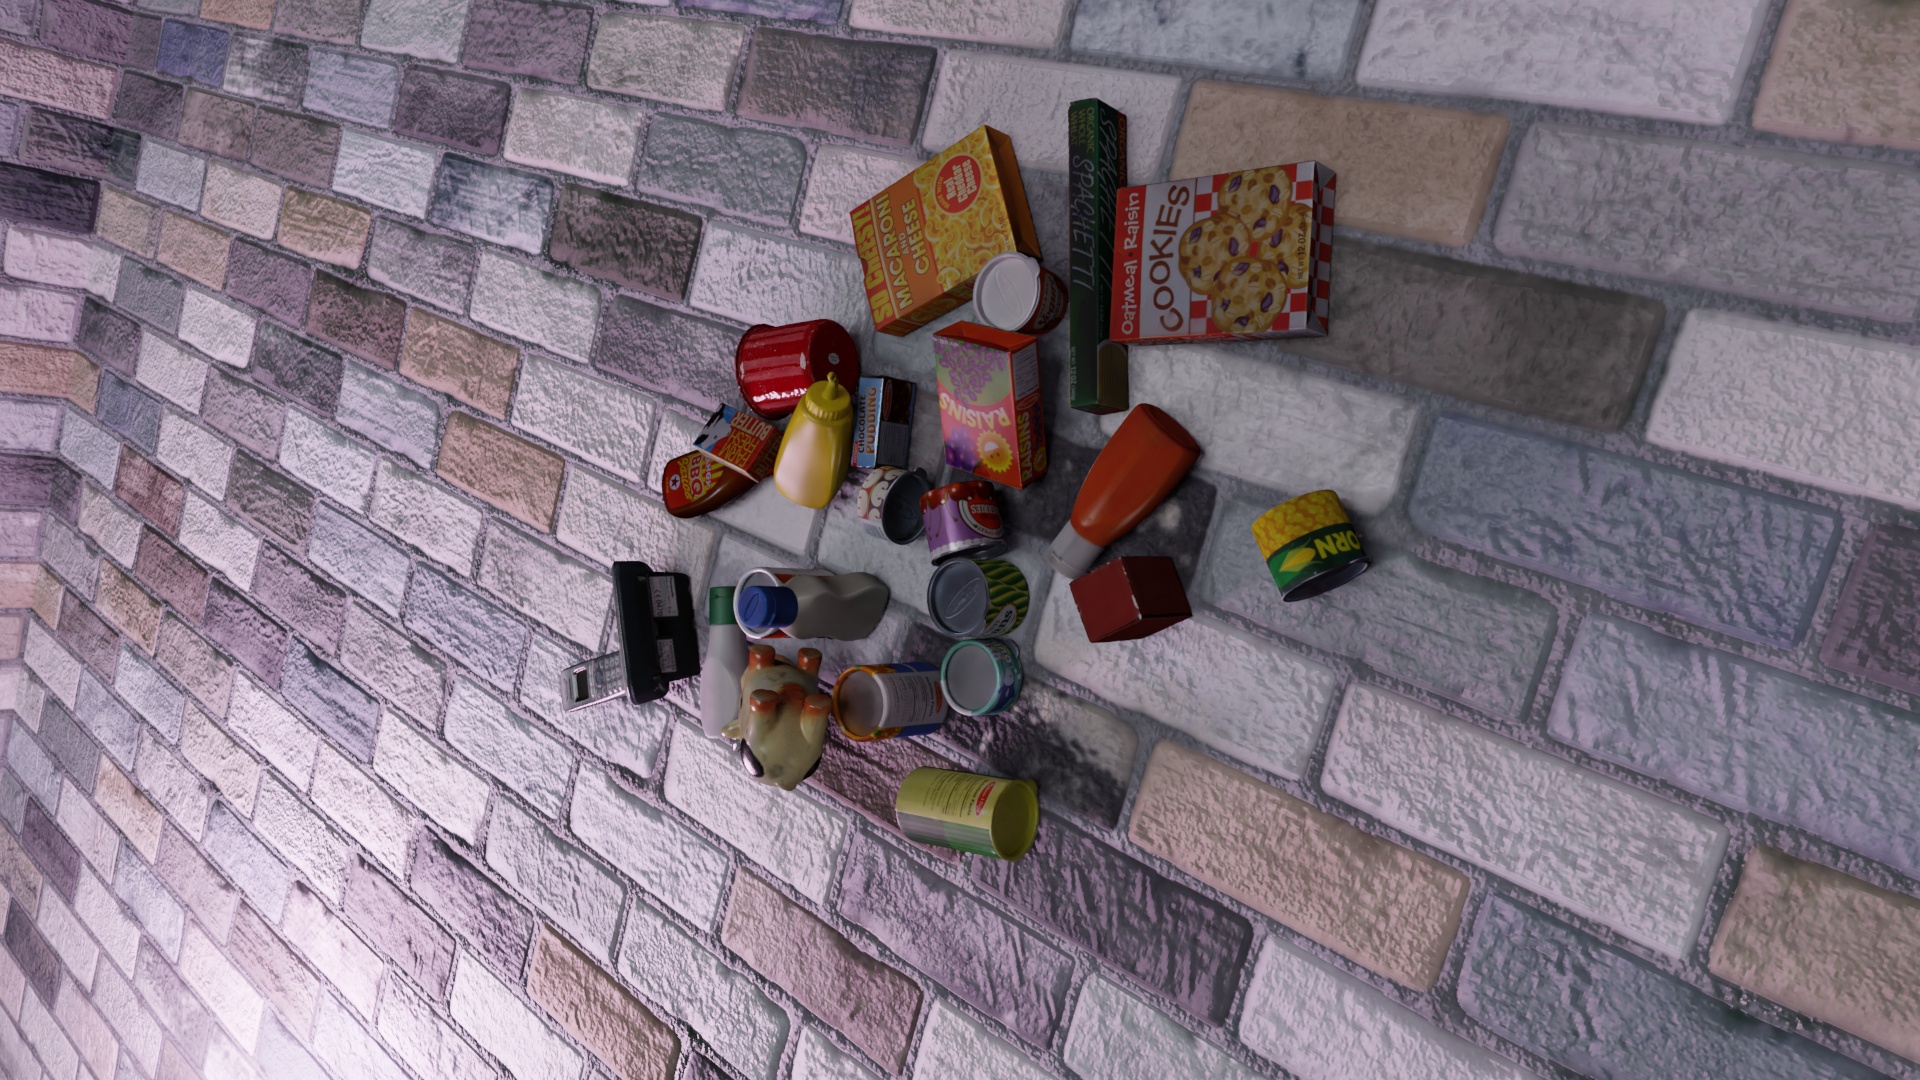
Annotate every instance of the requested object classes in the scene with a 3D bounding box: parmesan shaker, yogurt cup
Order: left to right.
[{"bbox_3d":[0.007,0.225,1.162,0.103,0.071,0.071,1,88,39],"label":"parmesan shaker"},{"bbox_3d":[0.052,-0.202,1.157,0.072,0.054,0.072,-2,86,38],"label":"yogurt cup"}]

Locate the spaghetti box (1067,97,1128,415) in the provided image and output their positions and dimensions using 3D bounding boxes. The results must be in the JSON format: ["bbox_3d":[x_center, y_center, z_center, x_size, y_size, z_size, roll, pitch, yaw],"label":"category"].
[{"bbox_3d":[0.110,-0.228,1.116,0.028,0.050,0.250,-2,86,36],"label":"spaghetti box"}]

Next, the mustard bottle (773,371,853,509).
[{"bbox_3d":[-0.126,-0.096,1.251,0.065,0.049,0.159,23,138,0],"label":"mustard bottle"}]

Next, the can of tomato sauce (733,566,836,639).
[{"bbox_3d":[-0.158,0.060,1.288,0.071,0.083,0.071,-3,85,38],"label":"can of tomato sauce"}]

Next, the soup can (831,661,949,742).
[{"bbox_3d":[-0.063,0.140,1.208,0.071,0.084,0.071,-2,87,39],"label":"soup can"}]

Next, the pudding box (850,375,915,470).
[{"bbox_3d":[-0.069,-0.105,1.249,0.030,0.050,0.083,7,92,35],"label":"pudding box"}]

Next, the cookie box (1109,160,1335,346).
[{"bbox_3d":[0.195,-0.214,1.055,0.167,0.040,0.123,3,89,38],"label":"cookie box"}]

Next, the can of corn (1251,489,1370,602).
[{"bbox_3d":[0.249,0.003,0.982,0.071,0.071,0.058,-33,68,32],"label":"can of corn"}]

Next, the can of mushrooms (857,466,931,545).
[{"bbox_3d":[-0.057,-0.034,1.226,0.033,0.071,0.071,15,97,39],"label":"can of mushrooms"}]

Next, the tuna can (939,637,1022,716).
[{"bbox_3d":[0.018,0.114,1.178,0.071,0.033,0.071,-2,87,38],"label":"tuna can"}]

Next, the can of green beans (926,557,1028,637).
[{"bbox_3d":[0.015,0.048,1.169,0.071,0.058,0.071,-3,86,38],"label":"can of green beans"}]

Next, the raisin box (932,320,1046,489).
[{"bbox_3d":[0.025,-0.113,1.150,0.086,0.040,0.122,19,128,37],"label":"raisin box"}]

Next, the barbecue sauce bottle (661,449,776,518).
[{"bbox_3d":[-0.233,-0.067,1.380,0.148,0.044,0.065,-16,71,36],"label":"barbecue sauce bottle"}]

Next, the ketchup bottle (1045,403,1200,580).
[{"bbox_3d":[0.122,-0.034,1.099,0.065,0.043,0.148,50,117,30],"label":"ketchup bottle"}]

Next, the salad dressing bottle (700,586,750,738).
[{"bbox_3d":[-0.228,0.119,1.365,0.064,0.044,0.147,-6,82,40],"label":"salad dressing bottle"}]

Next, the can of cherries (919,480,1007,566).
[{"bbox_3d":[0.004,-0.015,1.176,0.071,0.071,0.058,-21,74,36],"label":"can of cherries"}]

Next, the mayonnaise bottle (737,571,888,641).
[{"bbox_3d":[-0.130,0.058,1.224,0.041,0.148,0.064,39,111,33],"label":"mayonnaise bottle"}]

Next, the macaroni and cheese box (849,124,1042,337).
[{"bbox_3d":[-0.018,-0.270,1.225,0.166,0.040,0.124,-23,73,35],"label":"macaroni and cheese box"}]

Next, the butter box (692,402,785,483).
[{"bbox_3d":[-0.210,-0.094,1.324,0.103,0.024,0.053,25,80,47],"label":"butter box"}]
